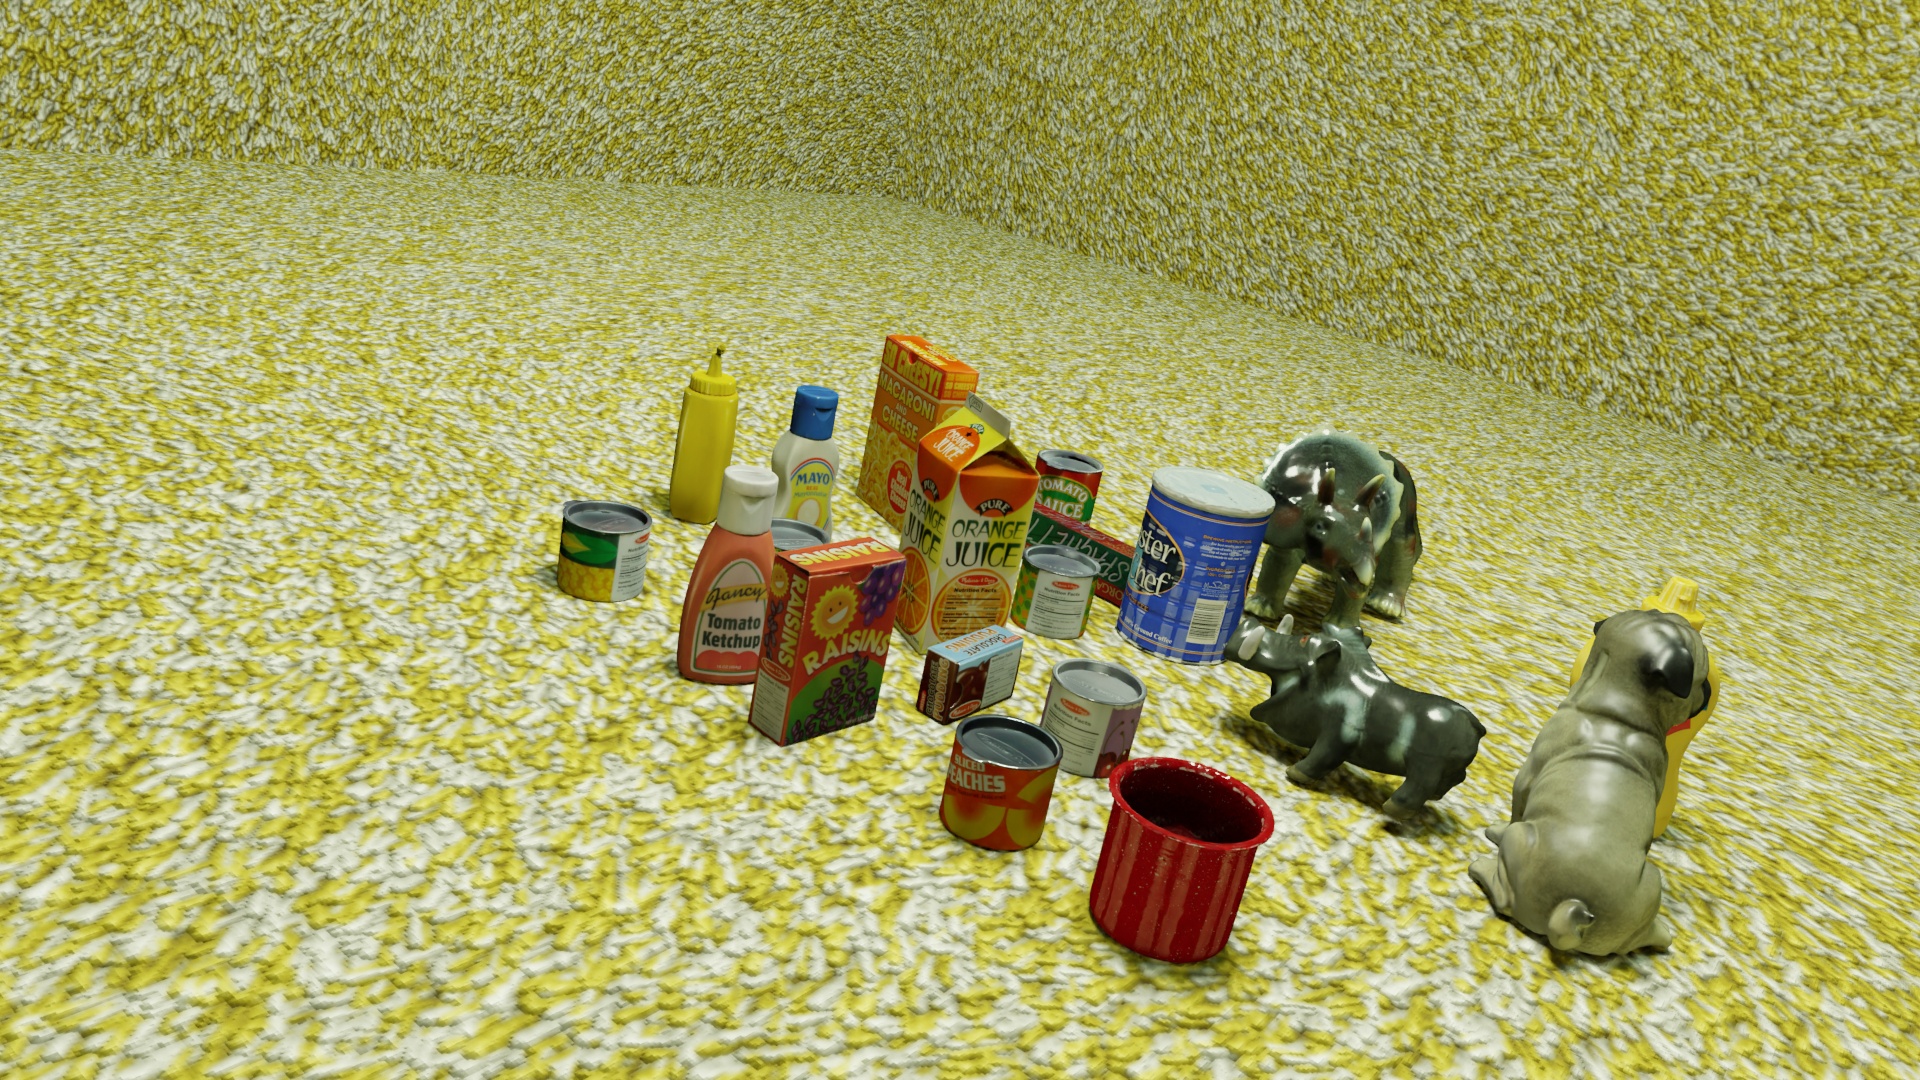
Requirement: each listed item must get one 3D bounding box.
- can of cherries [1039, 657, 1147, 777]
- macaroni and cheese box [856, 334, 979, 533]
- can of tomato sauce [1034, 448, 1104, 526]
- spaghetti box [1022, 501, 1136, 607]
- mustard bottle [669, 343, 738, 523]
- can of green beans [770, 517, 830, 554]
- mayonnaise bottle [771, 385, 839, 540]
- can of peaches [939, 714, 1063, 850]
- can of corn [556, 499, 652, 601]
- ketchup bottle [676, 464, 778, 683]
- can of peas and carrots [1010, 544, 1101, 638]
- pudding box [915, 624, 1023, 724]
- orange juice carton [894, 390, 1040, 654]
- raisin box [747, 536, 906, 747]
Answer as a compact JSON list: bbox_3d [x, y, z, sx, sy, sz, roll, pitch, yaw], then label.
[{"bbox_3d":[0.091,0.120,0.951,0.071,0.058,0.072,10,19,-4],"label":"can of cherries"},{"bbox_3d":[-0.043,-0.098,1.315,0.040,0.165,0.124,-1,23,-32],"label":"macaroni and cheese box"},{"bbox_3d":[0.099,-0.040,1.359,0.071,0.082,0.071,10,19,-4],"label":"can of tomato sauce"},{"bbox_3d":[0.074,-0.006,1.300,0.250,0.050,0.029,27,24,37],"label":"spaghetti box"},{"bbox_3d":[-0.223,-0.097,1.219,0.049,0.159,0.065,11,19,-3],"label":"mustard bottle"},{"bbox_3d":[-0.140,0.021,1.095,0.071,0.057,0.071,10,19,-4],"label":"can of green beans"},{"bbox_3d":[-0.133,-0.056,1.175,0.065,0.147,0.041,-1,23,-32],"label":"mayonnaise bottle"},{"bbox_3d":[0.022,0.146,0.841,0.071,0.057,0.071,10,19,-4],"label":"can of peaches"},{"bbox_3d":[-0.273,0.007,1.055,0.071,0.058,0.071,10,19,-4],"label":"can of corn"},{"bbox_3d":[-0.153,0.023,0.945,0.065,0.148,0.044,5,20,-20],"label":"ketchup bottle"},{"bbox_3d":[0.079,0.042,1.160,0.071,0.058,0.071,10,19,-4],"label":"can of peas and carrots"},{"bbox_3d":[0.008,0.094,0.989,0.030,0.049,0.084,24,23,31],"label":"pudding box"},{"bbox_3d":[0.004,-0.013,1.070,0.073,0.192,0.072,1,22,-28],"label":"orange juice carton"},{"bbox_3d":[-0.087,0.065,0.907,0.040,0.123,0.086,27,25,38],"label":"raisin box"}]
